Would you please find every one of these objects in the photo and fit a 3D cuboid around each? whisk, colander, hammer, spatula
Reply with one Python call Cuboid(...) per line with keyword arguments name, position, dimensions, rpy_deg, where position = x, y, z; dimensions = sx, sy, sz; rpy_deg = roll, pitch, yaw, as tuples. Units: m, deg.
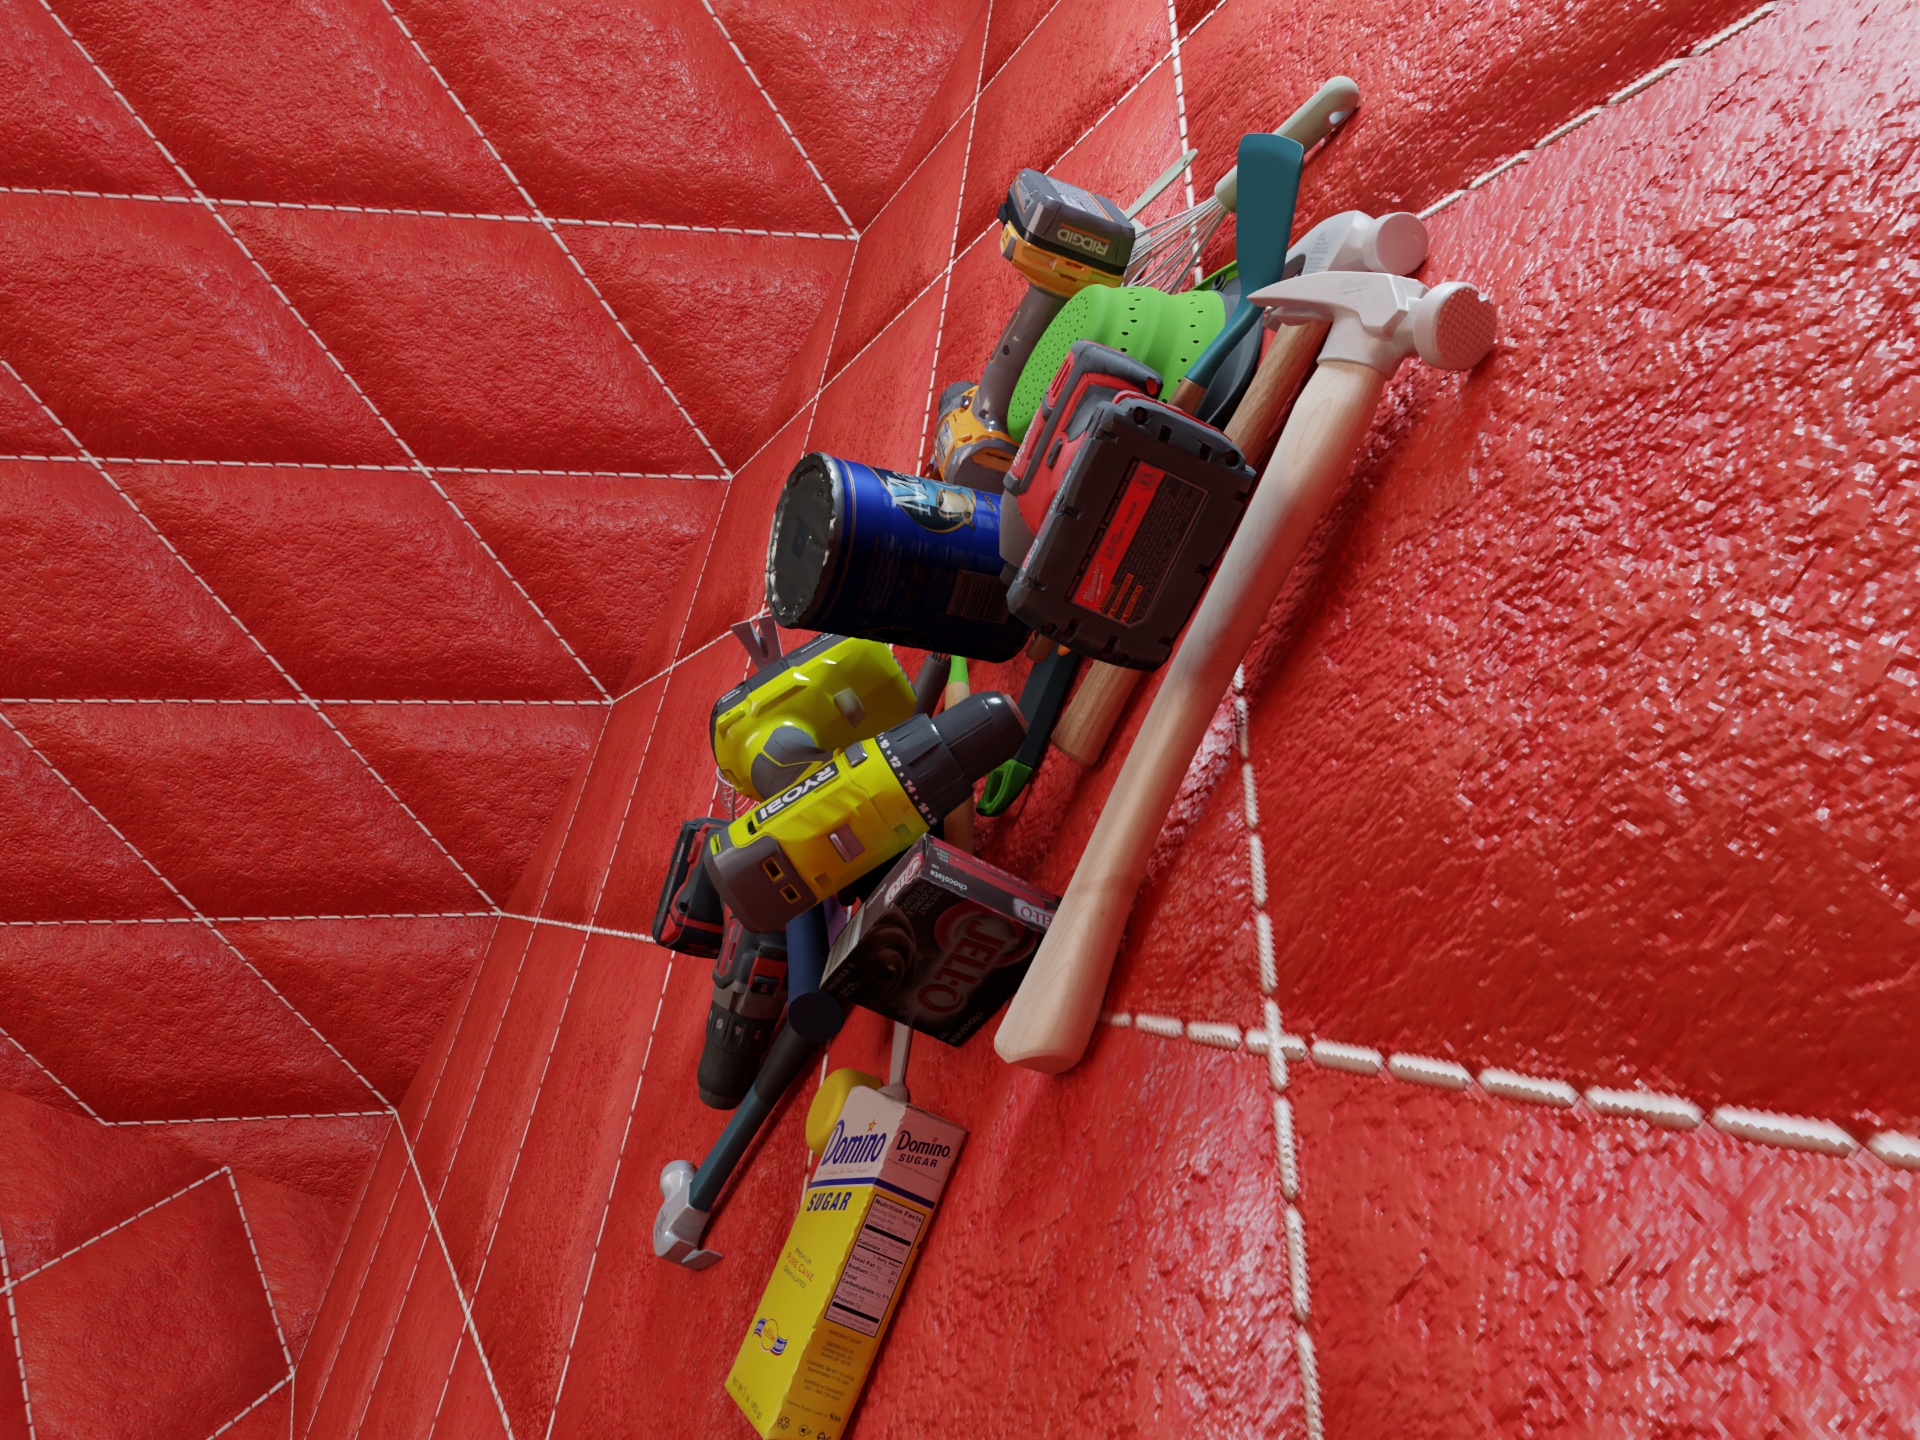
Cuboid(name="whisk", position=(-0.015, -0.043, 1.181), dimensions=(0.239, 0.055, 0.055), rpy_deg=(-64, 17, 13))
Cuboid(name="colander", position=(0.064, -0.135, 1.000), dimensions=(0.397, 0.094, 0.204), rpy_deg=(-67, 18, -12))
Cuboid(name="hammer", position=(0.139, -0.126, 0.880), dimensions=(0.331, 0.031, 0.130), rpy_deg=(-62, 18, 6))
Cuboid(name="spatula", position=(-0.135, 0.141, 1.298), dimensions=(0.060, 0.018, 0.316), rpy_deg=(-65, 18, 3))
Cuboid(name="hammer", position=(0.111, -0.023, 0.770), dimensions=(0.146, 0.038, 0.410), rpy_deg=(30, 95, 59))
Cuboid(name="whisk", position=(0.175, -0.348, 1.071), dimensions=(0.246, 0.057, 0.059), rpy_deg=(-33, 69, 50))
Cuboid(name="hammer", position=(-0.129, 0.247, 1.108), dimensions=(0.331, 0.033, 0.128), rpy_deg=(-58, 18, 16))
Cuboid(name="hammer", position=(-0.121, 0.069, 1.133), dimensions=(0.406, 0.035, 0.144), rpy_deg=(-106, 1, -57))
Cuboid(name="spatula", position=(0.110, -0.173, 0.901), dimensions=(0.317, 0.044, 0.082), rpy_deg=(-60, 25, 14))

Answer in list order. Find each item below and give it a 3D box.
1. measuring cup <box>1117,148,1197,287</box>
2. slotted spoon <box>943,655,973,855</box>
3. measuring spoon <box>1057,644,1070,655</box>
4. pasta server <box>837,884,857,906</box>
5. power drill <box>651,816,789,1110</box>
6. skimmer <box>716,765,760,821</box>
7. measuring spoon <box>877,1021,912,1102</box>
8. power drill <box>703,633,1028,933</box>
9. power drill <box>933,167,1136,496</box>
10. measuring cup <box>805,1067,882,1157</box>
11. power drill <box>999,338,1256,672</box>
Cuboid(name="measuring cup", position=(0.141, -0.376, 1.218), dimensions=(0.167, 0.038, 0.083), rpy_deg=(-34, 34, 54))
Cuboid(name="slotted spoon", position=(-0.002, -0.003, 1.020), dimensions=(0.070, 0.031, 0.314), rpy_deg=(104, 170, -46))
Cuboid(name="measuring spoon", position=(0.081, -0.072, 0.895), dimensions=(0.117, 0.011, 0.021), rpy_deg=(-49, 21, 47))
Cuboid(name="pasta server", position=(-0.084, 0.040, 1.228), dimensions=(0.316, 0.040, 0.060), rpy_deg=(-99, -1, -58))
Cuboid(name="power drill", position=(-0.183, 0.184, 1.260), dimensions=(0.227, 0.080, 0.188), rpy_deg=(31, 105, 67))
Cuboid(name="skimmer", position=(-0.129, 0.067, 1.367), dimensions=(0.363, 0.090, 0.127), rpy_deg=(23, 94, 62))
Cuboid(name="measuring spoon", position=(-0.042, 0.196, 0.958), dimensions=(0.034, 0.018, 0.124), rpy_deg=(-50, 21, 37))
Cuboid(name="power drill", position=(-0.066, 0.019, 0.955), dimensions=(0.190, 0.080, 0.229), rpy_deg=(-32, 23, -1))
Cuboid(name="power drill", position=(0.039, -0.276, 1.157), dimensions=(0.186, 0.084, 0.226), rpy_deg=(-102, 31, -60))
Cuboid(name="measuring cup", position=(-0.086, 0.280, 0.942), dimensions=(0.062, 0.029, 0.157), rpy_deg=(-37, 29, 54))
Cuboid(name="power drill", position=(0.066, -0.110, 0.809), dimensions=(0.220, 0.078, 0.143), rpy_deg=(-104, 38, -69))
